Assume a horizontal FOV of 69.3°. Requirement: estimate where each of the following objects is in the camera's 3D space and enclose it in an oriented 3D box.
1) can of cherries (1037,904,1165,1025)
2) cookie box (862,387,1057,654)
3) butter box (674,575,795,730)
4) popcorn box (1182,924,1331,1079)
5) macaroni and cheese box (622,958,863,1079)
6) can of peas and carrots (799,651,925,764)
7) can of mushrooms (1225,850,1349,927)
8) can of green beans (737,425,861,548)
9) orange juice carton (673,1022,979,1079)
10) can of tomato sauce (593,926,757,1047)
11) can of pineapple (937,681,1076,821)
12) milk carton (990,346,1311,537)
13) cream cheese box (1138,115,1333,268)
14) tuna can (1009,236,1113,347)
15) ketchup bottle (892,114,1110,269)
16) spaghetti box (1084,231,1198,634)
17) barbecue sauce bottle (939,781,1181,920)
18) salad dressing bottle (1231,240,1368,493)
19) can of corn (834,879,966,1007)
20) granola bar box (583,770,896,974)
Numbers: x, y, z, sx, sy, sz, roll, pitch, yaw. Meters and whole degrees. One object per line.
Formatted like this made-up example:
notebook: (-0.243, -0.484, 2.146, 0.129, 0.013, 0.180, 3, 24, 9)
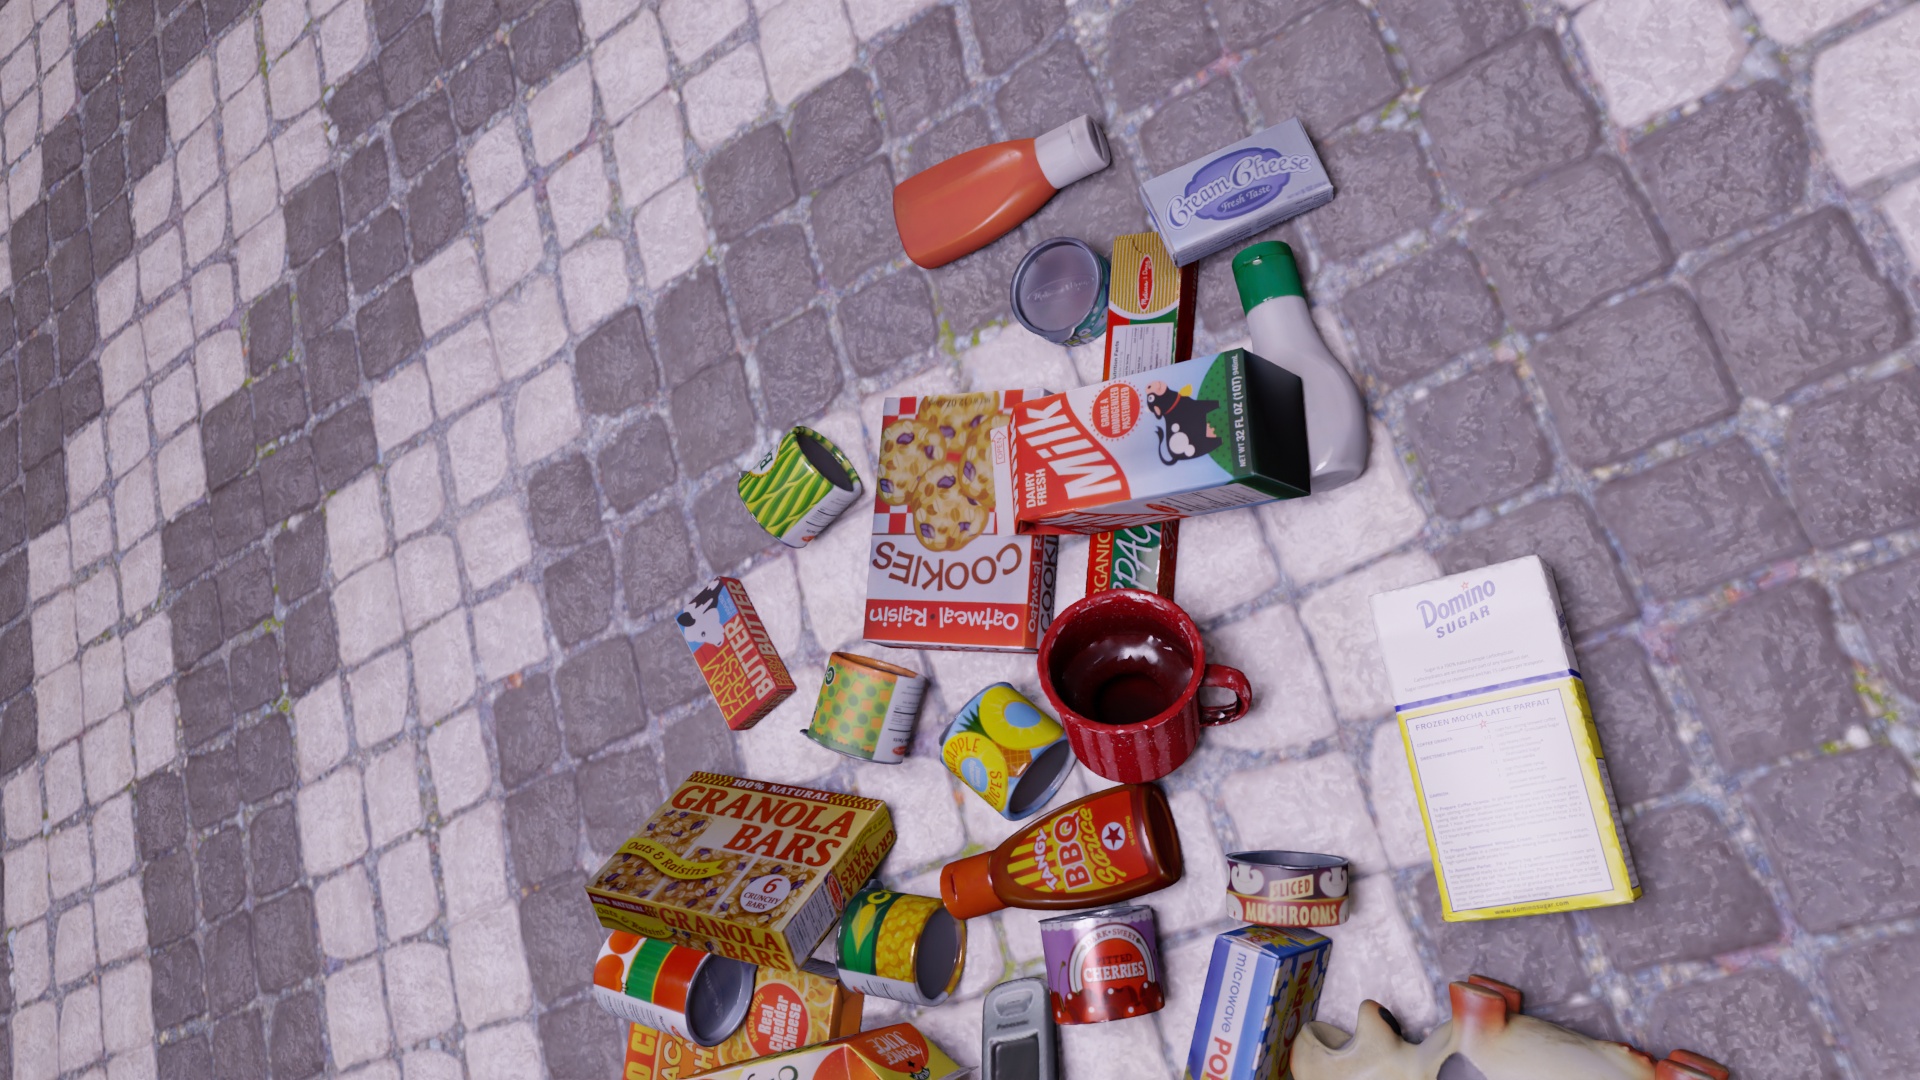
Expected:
can of cherries: (0.082, 0.244, 0.802, 0.071, 0.071, 0.058, -15, 75, 28)
cookie box: (0.003, -0.011, 0.911, 0.123, 0.040, 0.167, 0, 81, 31)
butter box: (-0.164, 0.082, 1.004, 0.053, 0.024, 0.104, -42, 63, 19)
popcorn box: (0.156, 0.272, 0.744, 0.038, 0.085, 0.126, 13, 89, 33)
macaroni and cheese box: (-0.149, 0.339, 0.942, 0.166, 0.040, 0.124, 4, 83, 31)
can of peas and carrots: (-0.064, 0.109, 0.914, 0.071, 0.071, 0.058, 17, 90, 32)
can of mushrooms: (0.178, 0.188, 0.754, 0.071, 0.071, 0.033, -2, 83, 31)
can of green beans: (-0.112, -0.038, 0.968, 0.057, 0.071, 0.071, -42, 64, 18)
orange juice carton: (-0.086, 0.343, 0.839, 0.192, 0.072, 0.073, -22, 72, 25)
can of tomato sauce: (-0.187, 0.286, 0.912, 0.083, 0.071, 0.071, 4, 84, 32)
can of pineapple: (0.029, 0.131, 0.854, 0.058, 0.071, 0.071, 36, 101, 30)
milk carton: (0.096, -0.049, 0.801, 0.190, 0.073, 0.072, -11, 75, 36)
cream cheese box: (0.166, -0.209, 0.836, 0.104, 0.024, 0.053, -23, 69, 5)
tuna can: (0.069, -0.158, 0.900, 0.071, 0.033, 0.071, -5, 79, 30)
ketchup bottle: (0.027, -0.238, 0.932, 0.148, 0.043, 0.065, -19, 73, 27)
spaghetti box: (0.112, -0.067, 0.861, 0.050, 0.029, 0.250, 1, 82, 31)
barbecue sauce bottle: (0.058, 0.195, 0.840, 0.148, 0.043, 0.065, -23, 63, 26)
salad dressing bottle: (0.194, -0.102, 0.810, 0.064, 0.044, 0.148, -22, 70, 32)
can of corn: (-0.036, 0.253, 0.875, 0.058, 0.071, 0.071, 0, 82, 30)
granola bar box: (-0.143, 0.213, 0.915, 0.165, 0.125, 0.039, 2, 122, 31)
